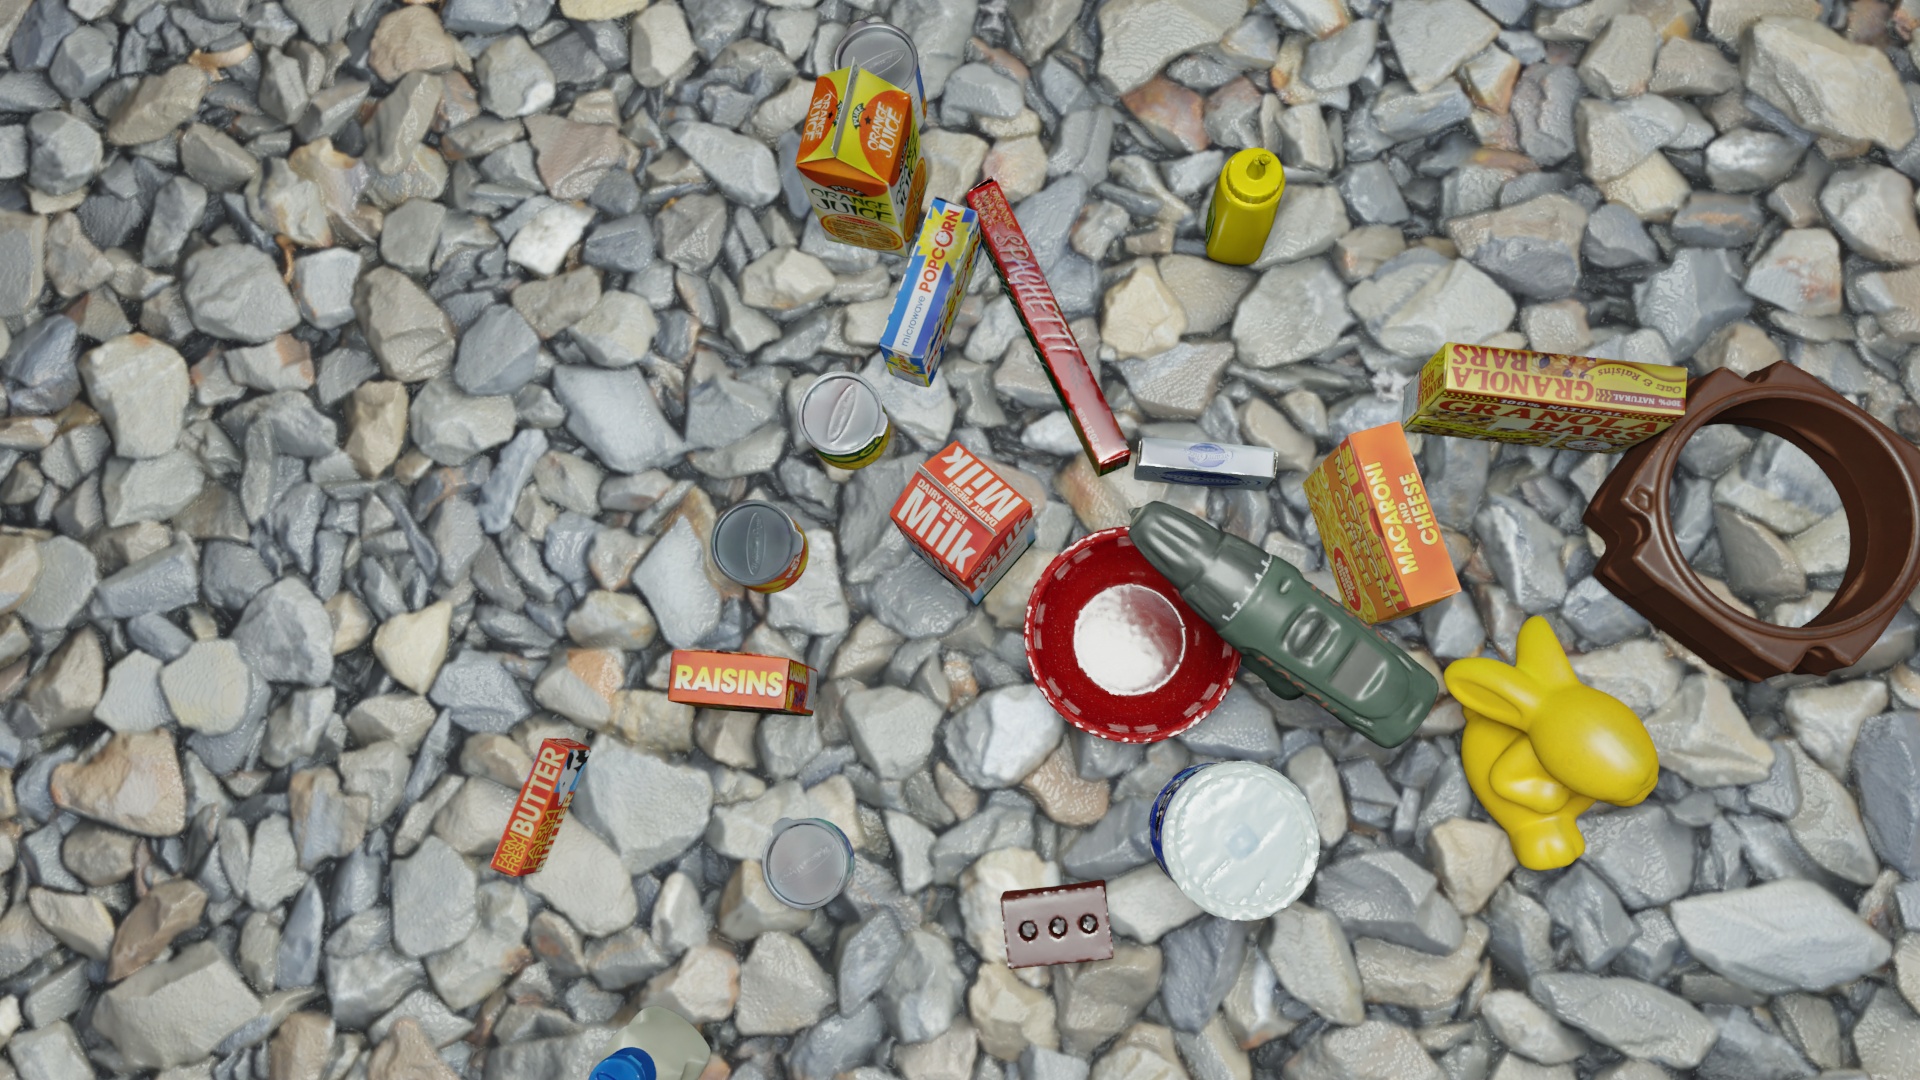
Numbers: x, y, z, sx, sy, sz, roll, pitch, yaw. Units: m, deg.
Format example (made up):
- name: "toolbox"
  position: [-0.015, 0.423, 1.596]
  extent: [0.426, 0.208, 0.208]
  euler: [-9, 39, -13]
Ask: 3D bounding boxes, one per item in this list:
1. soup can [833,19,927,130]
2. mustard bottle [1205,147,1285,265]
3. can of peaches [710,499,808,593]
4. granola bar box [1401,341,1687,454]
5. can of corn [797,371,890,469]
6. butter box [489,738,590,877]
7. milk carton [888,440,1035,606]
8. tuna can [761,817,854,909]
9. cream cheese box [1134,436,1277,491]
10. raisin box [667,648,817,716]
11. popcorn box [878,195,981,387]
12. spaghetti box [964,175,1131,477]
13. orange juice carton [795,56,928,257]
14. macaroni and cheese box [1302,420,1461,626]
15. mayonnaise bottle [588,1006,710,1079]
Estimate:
- name: "soup can"
  position: [-0.064, -0.369, 1.121]
  extent: [0.071, 0.083, 0.071]
  euler: [-1, 81, 4]
- name: "mustard bottle"
  position: [0.215, -0.259, 1.046]
  extent: [0.049, 0.160, 0.065]
  euler: [8, 81, 5]
- name: "can of peaches"
  position: [-0.152, 0.006, 1.075]
  extent: [0.071, 0.058, 0.071]
  euler: [-1, 80, 4]
- name: "granola bar box"
  position: [0.424, -0.102, 1.024]
  extent: [0.166, 0.124, 0.039]
  euler: [7, 81, 5]
- name: "can of corn"
  position: [-0.088, -0.092, 1.087]
  extent: [0.071, 0.058, 0.071]
  euler: [-1, 80, 4]
- name: "butter box"
  position: [-0.317, 0.202, 1.053]
  extent: [0.024, 0.053, 0.103]
  euler: [20, 82, 7]
- name: "milk carton"
  position: [0.004, -0.013, 1.001]
  extent: [0.072, 0.190, 0.073]
  euler: [41, 86, 9]
- name: "tuna can"
  position: [-0.116, 0.240, 1.044]
  extent: [0.071, 0.033, 0.071]
  euler: [-1, 80, 4]
- name: "cream cheese box"
  position: [0.187, -0.058, 1.067]
  extent: [0.104, 0.053, 0.024]
  euler: [5, 81, 5]
- name: "raisin box"
  position: [-0.157, 0.106, 1.024]
  extent: [0.086, 0.123, 0.040]
  euler: [4, 81, 4]
- name: "popcorn box"
  position: [-0.022, -0.192, 1.087]
  extent: [0.038, 0.085, 0.127]
  euler: [19, 82, 7]
- name: "spaghetti box"
  position: [0.068, -0.168, 1.095]
  extent: [0.029, 0.050, 0.250]
  euler: [-25, 80, -1]
- name: "orange juice carton"
  position: [-0.075, -0.287, 1.052]
  extent: [0.073, 0.192, 0.072]
  euler: [13, 82, 6]
- name: "macaroni and cheese box"
  position: [0.296, -0.005, 0.993]
  extent: [0.040, 0.166, 0.124]
  euler: [-17, 80, 1]
- name: "mayonnaise bottle"
  position: [-0.220, 0.366, 0.971]
  extent: [0.065, 0.148, 0.041]
  euler: [36, 85, 8]
